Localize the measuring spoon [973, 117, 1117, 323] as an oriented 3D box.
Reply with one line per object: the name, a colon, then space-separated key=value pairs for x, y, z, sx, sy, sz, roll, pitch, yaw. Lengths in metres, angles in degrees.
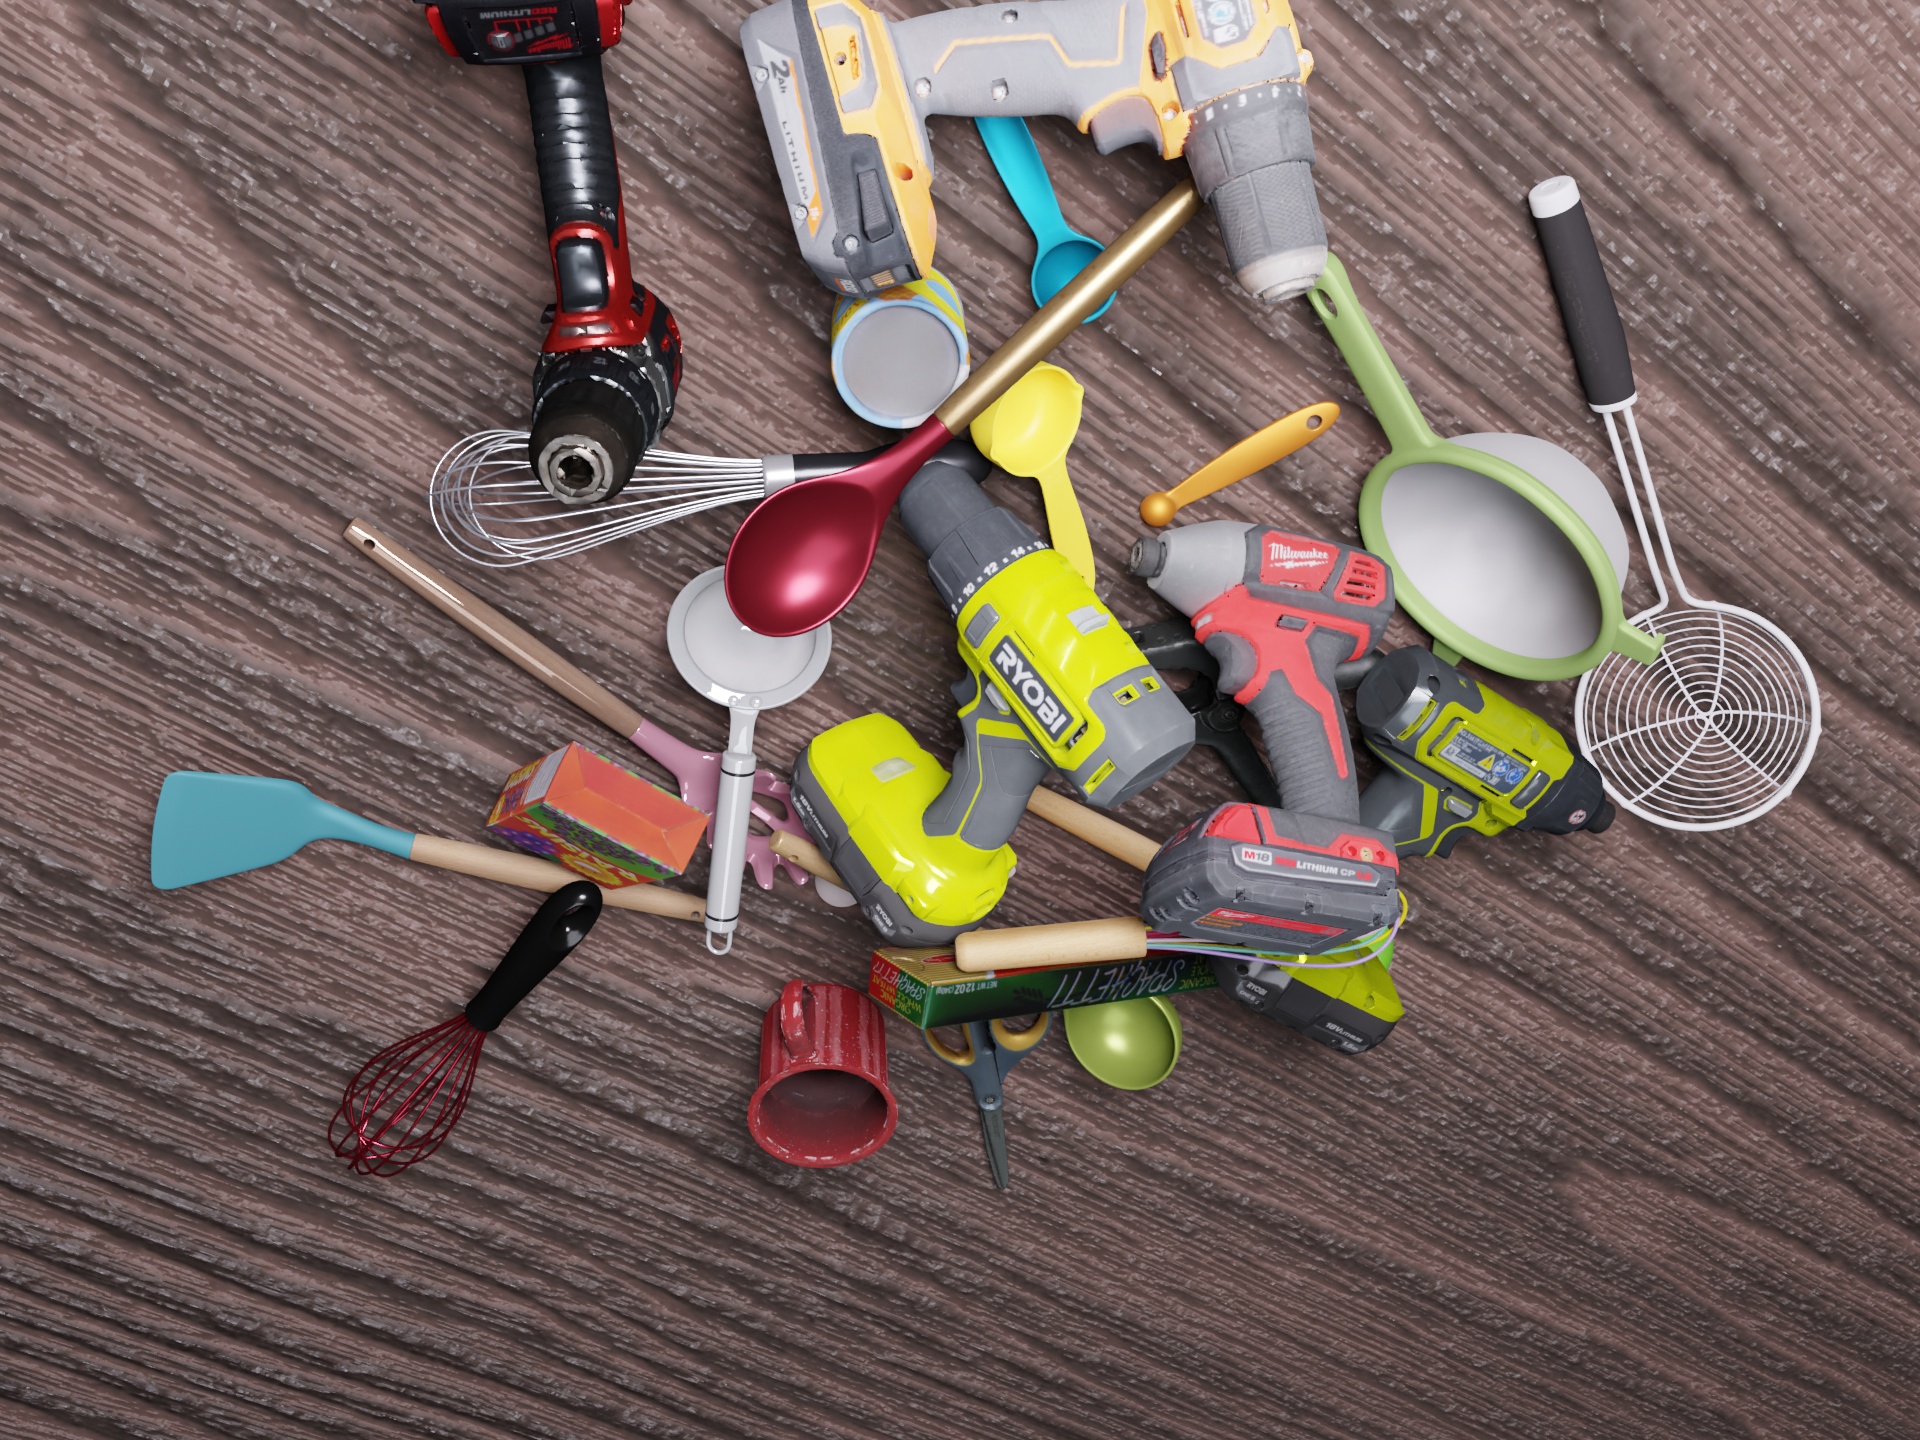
measuring spoon: x=0.035 y=-0.250 z=0.754 sx=0.042 sy=0.021 sz=0.128 roll=-24 pitch=113 yaw=12

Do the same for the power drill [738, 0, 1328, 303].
power drill: x=0.038 y=-0.247 z=0.678 sx=0.226 sy=0.084 sz=0.185 roll=-16 pitch=92 yaw=5

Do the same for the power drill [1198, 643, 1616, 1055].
power drill: x=0.256 y=0.082 z=0.921 sx=0.171 sy=0.080 sz=0.223 roll=28 pitch=114 yaw=-20

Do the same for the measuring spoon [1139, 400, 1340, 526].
measuring spoon: x=0.147 y=-0.134 z=0.838 sx=0.117 sy=0.011 sz=0.021 roll=-29 pitch=121 yaw=14

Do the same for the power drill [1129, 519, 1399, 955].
power drill: x=0.152 y=0.000 z=0.815 sx=0.143 sy=0.220 sz=0.078 roll=11 pitch=156 yaw=-16

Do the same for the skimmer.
skimmer: x=0.353 y=-0.101 z=0.830 sx=0.127 sy=0.090 sz=0.363 roll=-7 pitch=127 yaw=36

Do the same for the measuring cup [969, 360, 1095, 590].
measuring cup: x=0.043 y=-0.122 z=0.831 sx=0.062 sy=0.029 sz=0.156 roll=-39 pitch=139 yaw=-16

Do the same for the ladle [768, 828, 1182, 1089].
ladle: x=0.014 y=0.145 z=0.961 sx=0.319 sy=0.062 sz=0.078 roll=31 pitch=129 yaw=-31

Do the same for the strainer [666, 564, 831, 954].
strainer: x=-0.122 y=0.014 z=0.871 sx=0.087 sy=0.050 sz=0.258 roll=7 pitch=110 yaw=-6

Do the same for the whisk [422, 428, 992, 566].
whisk: x=-0.124 y=-0.121 z=0.803 sx=0.284 sy=0.070 sz=0.070 roll=-5 pitch=124 yaw=-8

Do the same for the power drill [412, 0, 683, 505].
power drill: x=-0.163 y=-0.212 z=0.661 sx=0.080 sy=0.188 sz=0.226 roll=-5 pitch=120 yaw=-2

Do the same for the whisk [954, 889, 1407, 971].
whisk: x=0.119 y=0.110 z=0.849 sx=0.245 sy=0.051 sz=0.047 roll=-5 pitch=156 yaw=-5

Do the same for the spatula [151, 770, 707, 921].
spatula: x=-0.297 y=0.087 z=0.931 sx=0.317 sy=0.044 sz=0.082 roll=14 pitch=118 yaw=-15

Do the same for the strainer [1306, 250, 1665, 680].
strainer: x=0.257 y=-0.138 z=0.808 sx=0.069 sy=0.151 sz=0.256 roll=-42 pitch=108 yaw=-19

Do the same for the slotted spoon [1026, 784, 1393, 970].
slotted spoon: x=0.149 y=0.103 z=0.988 sx=0.313 sy=0.031 sz=0.070 roll=28 pitch=115 yaw=-19

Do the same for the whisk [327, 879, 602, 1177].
whisk: x=-0.305 y=0.193 z=0.980 sx=0.073 sy=0.073 sz=0.295 roll=32 pitch=118 yaw=-23

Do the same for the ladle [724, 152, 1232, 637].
ladle: x=0.011 y=-0.155 z=0.736 sx=0.315 sy=0.031 sz=0.069 roll=-41 pitch=124 yaw=9

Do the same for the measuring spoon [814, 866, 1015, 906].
measuring spoon: x=-0.027 y=0.099 z=0.975 sx=0.124 sy=0.018 sz=0.034 roll=-4 pitch=124 yaw=-3

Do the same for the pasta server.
pasta server: x=-0.201 y=-0.009 z=0.879 sx=0.316 sy=0.040 sz=0.060 roll=38 pitch=95 yaw=-24

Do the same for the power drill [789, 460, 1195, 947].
power drill: x=-0.001 y=-0.003 z=0.821 sx=0.080 sy=0.191 sz=0.228 roll=-23 pitch=159 yaw=-42
